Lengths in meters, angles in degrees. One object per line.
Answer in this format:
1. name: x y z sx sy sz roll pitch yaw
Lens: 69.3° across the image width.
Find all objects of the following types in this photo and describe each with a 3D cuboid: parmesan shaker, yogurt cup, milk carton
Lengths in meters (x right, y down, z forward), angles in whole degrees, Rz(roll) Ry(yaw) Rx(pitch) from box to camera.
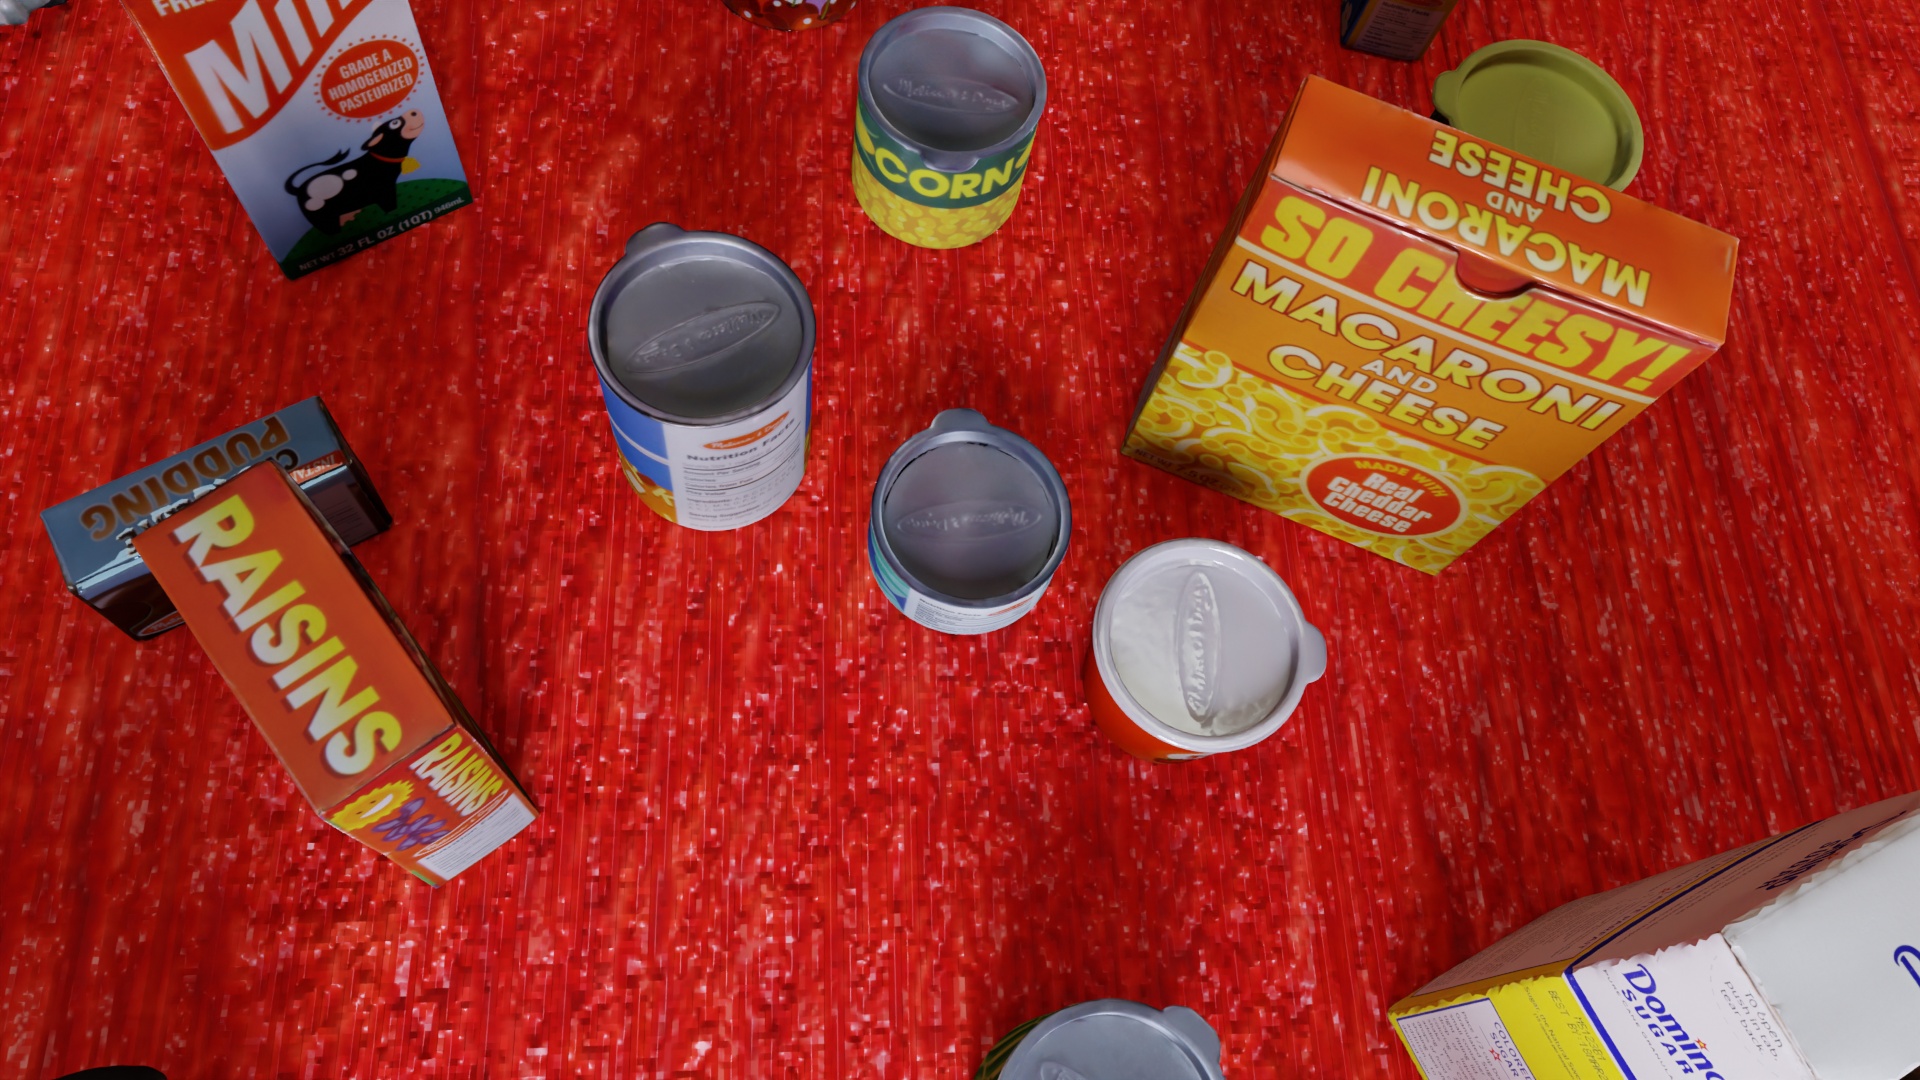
1. parmesan shaker: 0.181 -0.119 0.497 0.071 0.102 0.071 3 68 -6
2. yogurt cup: 0.071 0.039 0.445 0.072 0.053 0.072 3 68 -6
3. milk carton: -0.213 -0.169 0.418 0.072 0.189 0.073 -30 75 -17

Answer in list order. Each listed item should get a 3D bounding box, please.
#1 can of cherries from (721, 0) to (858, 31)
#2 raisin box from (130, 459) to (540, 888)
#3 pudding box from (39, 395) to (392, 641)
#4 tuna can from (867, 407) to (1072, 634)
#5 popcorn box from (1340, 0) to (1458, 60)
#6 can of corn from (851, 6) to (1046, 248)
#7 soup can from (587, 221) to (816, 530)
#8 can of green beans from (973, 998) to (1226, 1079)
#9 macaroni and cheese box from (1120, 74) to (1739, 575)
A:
1. can of cherries: -0.068 -0.241 0.537 0.071 0.058 0.072 3 68 -6
2. raisin box: -0.161 0.042 0.375 0.040 0.123 0.086 -36 77 -19
3. pudding box: -0.225 -0.006 0.426 0.084 0.049 0.030 -28 75 -17
4. tuna can: 0.002 -0.006 0.465 0.071 0.032 0.071 3 68 -6
5. popcorn box: 0.190 -0.276 0.571 0.038 0.085 0.127 9 67 -4
6. can of corn: -0.006 -0.147 0.508 0.071 0.058 0.071 3 68 -6
7. soup can: -0.081 -0.050 0.445 0.071 0.083 0.071 3 68 -6
8. can of green beans: 0.037 0.164 0.387 0.071 0.057 0.071 3 68 -6
9. macaroni and cheese box: 0.130 -0.054 0.429 0.124 0.165 0.040 21 67 1
